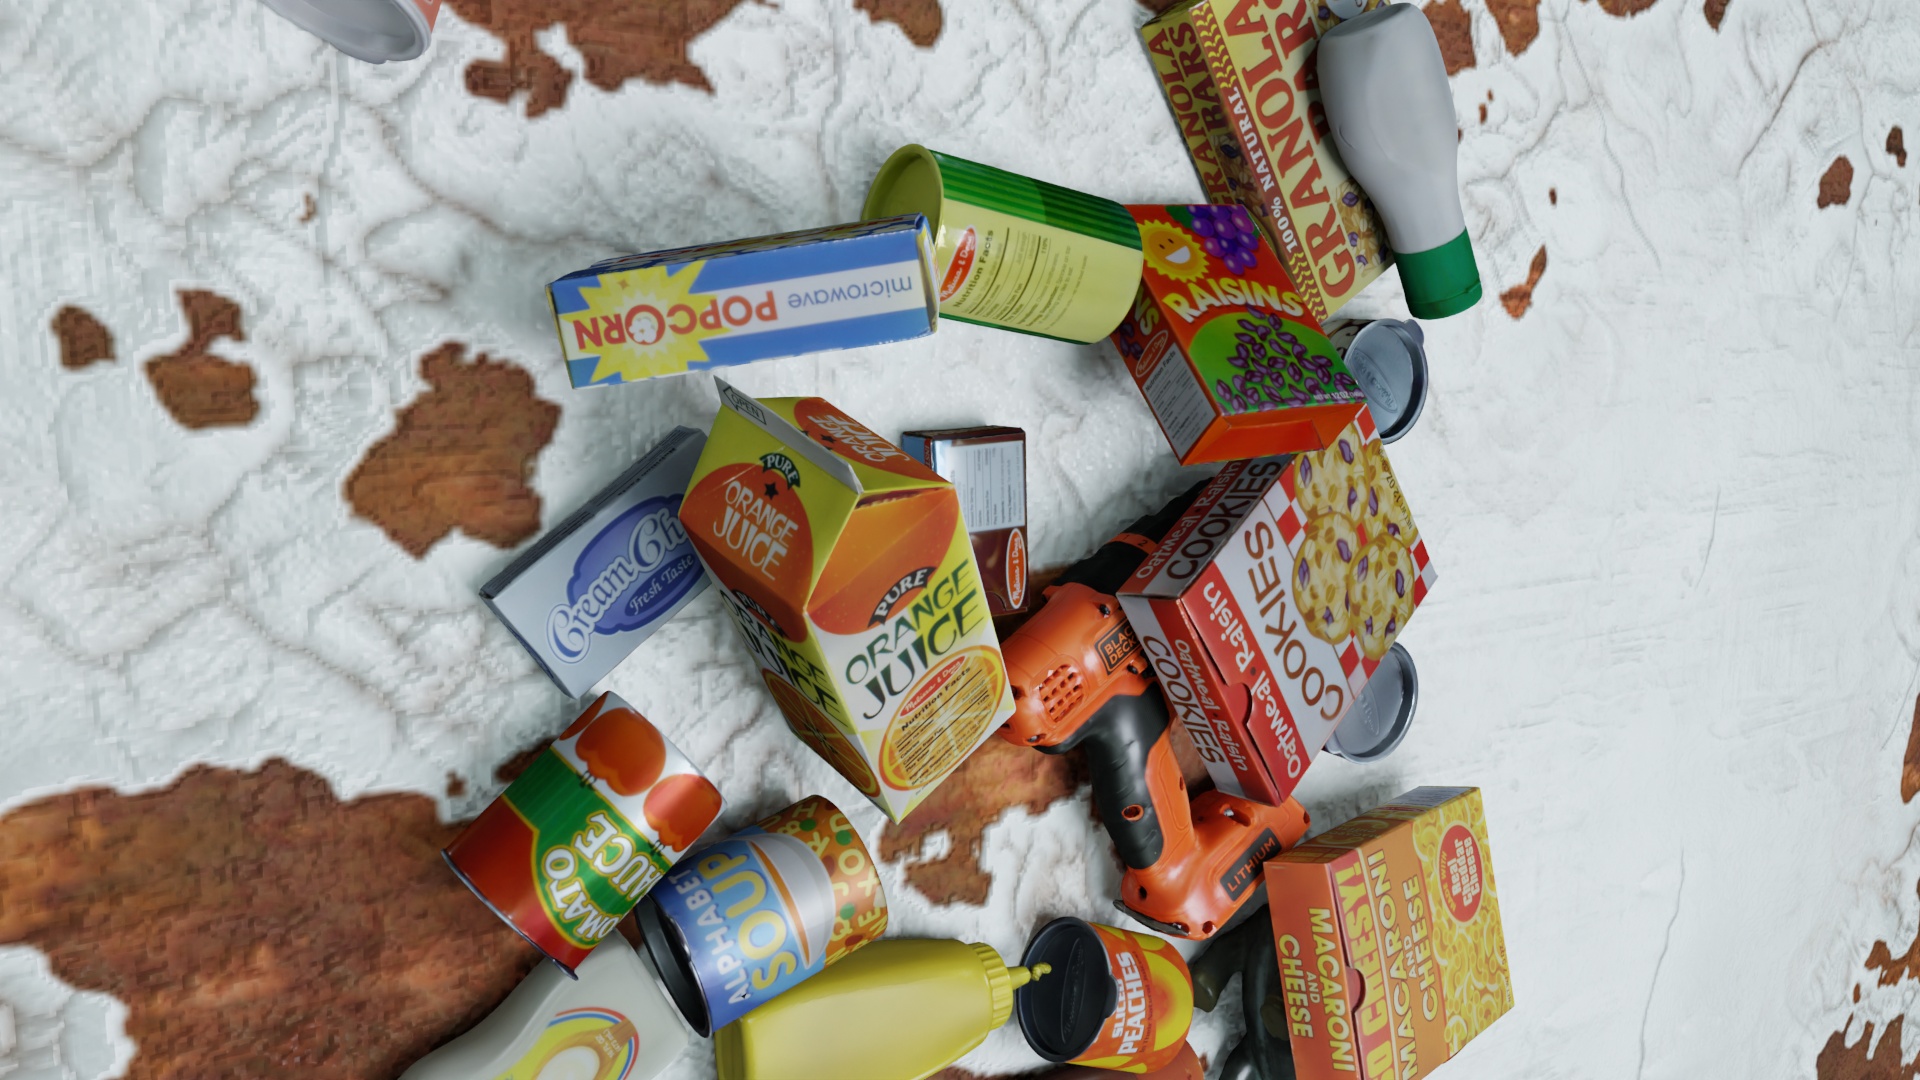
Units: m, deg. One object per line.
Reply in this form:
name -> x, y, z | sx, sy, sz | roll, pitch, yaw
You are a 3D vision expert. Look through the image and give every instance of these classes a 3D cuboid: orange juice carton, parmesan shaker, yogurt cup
orange juice carton -> -0.041, 0.019, 0.521 | 0.073, 0.072, 0.191 | -42, 145, -20
parmesan shaker -> 0.016, -0.120, 0.589 | 0.103, 0.071, 0.071 | 6, 94, -33
yogurt cup -> -0.195, -0.197, 0.447 | 0.072, 0.072, 0.054 | 27, 75, -32

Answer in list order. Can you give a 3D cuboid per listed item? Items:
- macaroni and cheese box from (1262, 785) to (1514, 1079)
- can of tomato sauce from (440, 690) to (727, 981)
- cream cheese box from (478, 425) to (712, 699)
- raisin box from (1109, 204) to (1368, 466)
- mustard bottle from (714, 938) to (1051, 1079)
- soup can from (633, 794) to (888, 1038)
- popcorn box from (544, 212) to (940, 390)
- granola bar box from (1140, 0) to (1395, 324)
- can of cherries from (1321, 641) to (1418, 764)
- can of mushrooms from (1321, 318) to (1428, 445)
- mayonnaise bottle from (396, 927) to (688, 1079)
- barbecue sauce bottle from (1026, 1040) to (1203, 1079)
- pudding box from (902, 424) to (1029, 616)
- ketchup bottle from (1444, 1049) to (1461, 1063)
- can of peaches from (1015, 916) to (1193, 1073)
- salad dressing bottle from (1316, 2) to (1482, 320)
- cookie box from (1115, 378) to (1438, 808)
macaroni and cheese box -> 0.225, 0.204, 0.715 | 0.167, 0.040, 0.123 | -7, 88, -46
can of tomato sauce -> -0.138, 0.109, 0.522 | 0.083, 0.071, 0.071 | -47, 118, -18
cream cheese box -> -0.128, 0.007, 0.540 | 0.104, 0.024, 0.053 | -43, 115, -20
raisin box -> 0.114, -0.095, 0.625 | 0.086, 0.039, 0.124 | -8, 60, -28
mustard bottle -> -0.028, 0.209, 0.617 | 0.161, 0.049, 0.065 | -3, 98, -32
soup can -> -0.080, 0.149, 0.563 | 0.084, 0.071, 0.071 | -24, 109, -28
popcorn box -> -0.071, -0.088, 0.495 | 0.127, 0.085, 0.038 | -8, 107, 2
granola bar box -> 0.171, -0.206, 0.686 | 0.125, 0.039, 0.165 | -39, 115, -22
can of cherries -> 0.194, 0.079, 0.731 | 0.072, 0.058, 0.071 | -6, 101, -31
can of mushrooms -> 0.214, -0.086, 0.734 | 0.071, 0.033, 0.071 | -5, 99, -31
mayonnaise bottle -> -0.180, 0.215, 0.528 | 0.149, 0.041, 0.064 | -35, 116, -24
barbecue sauce bottle -> 0.053, 0.289, 0.683 | 0.149, 0.043, 0.064 | -18, 107, -29
pudding box -> 0.002, -0.008, 0.615 | 0.050, 0.030, 0.083 | -8, 101, -32
ketchup bottle -> 0.250, 0.233, 0.796 | 0.065, 0.043, 0.148 | -49, 118, -23
can of peaches -> 0.071, 0.219, 0.667 | 0.058, 0.071, 0.071 | 22, 85, -33
salad dressing bottle -> 0.215, -0.179, 0.669 | 0.064, 0.044, 0.147 | -37, 116, -25
cookie box -> 0.155, 0.021, 0.655 | 0.168, 0.040, 0.122 | -45, 118, -31
